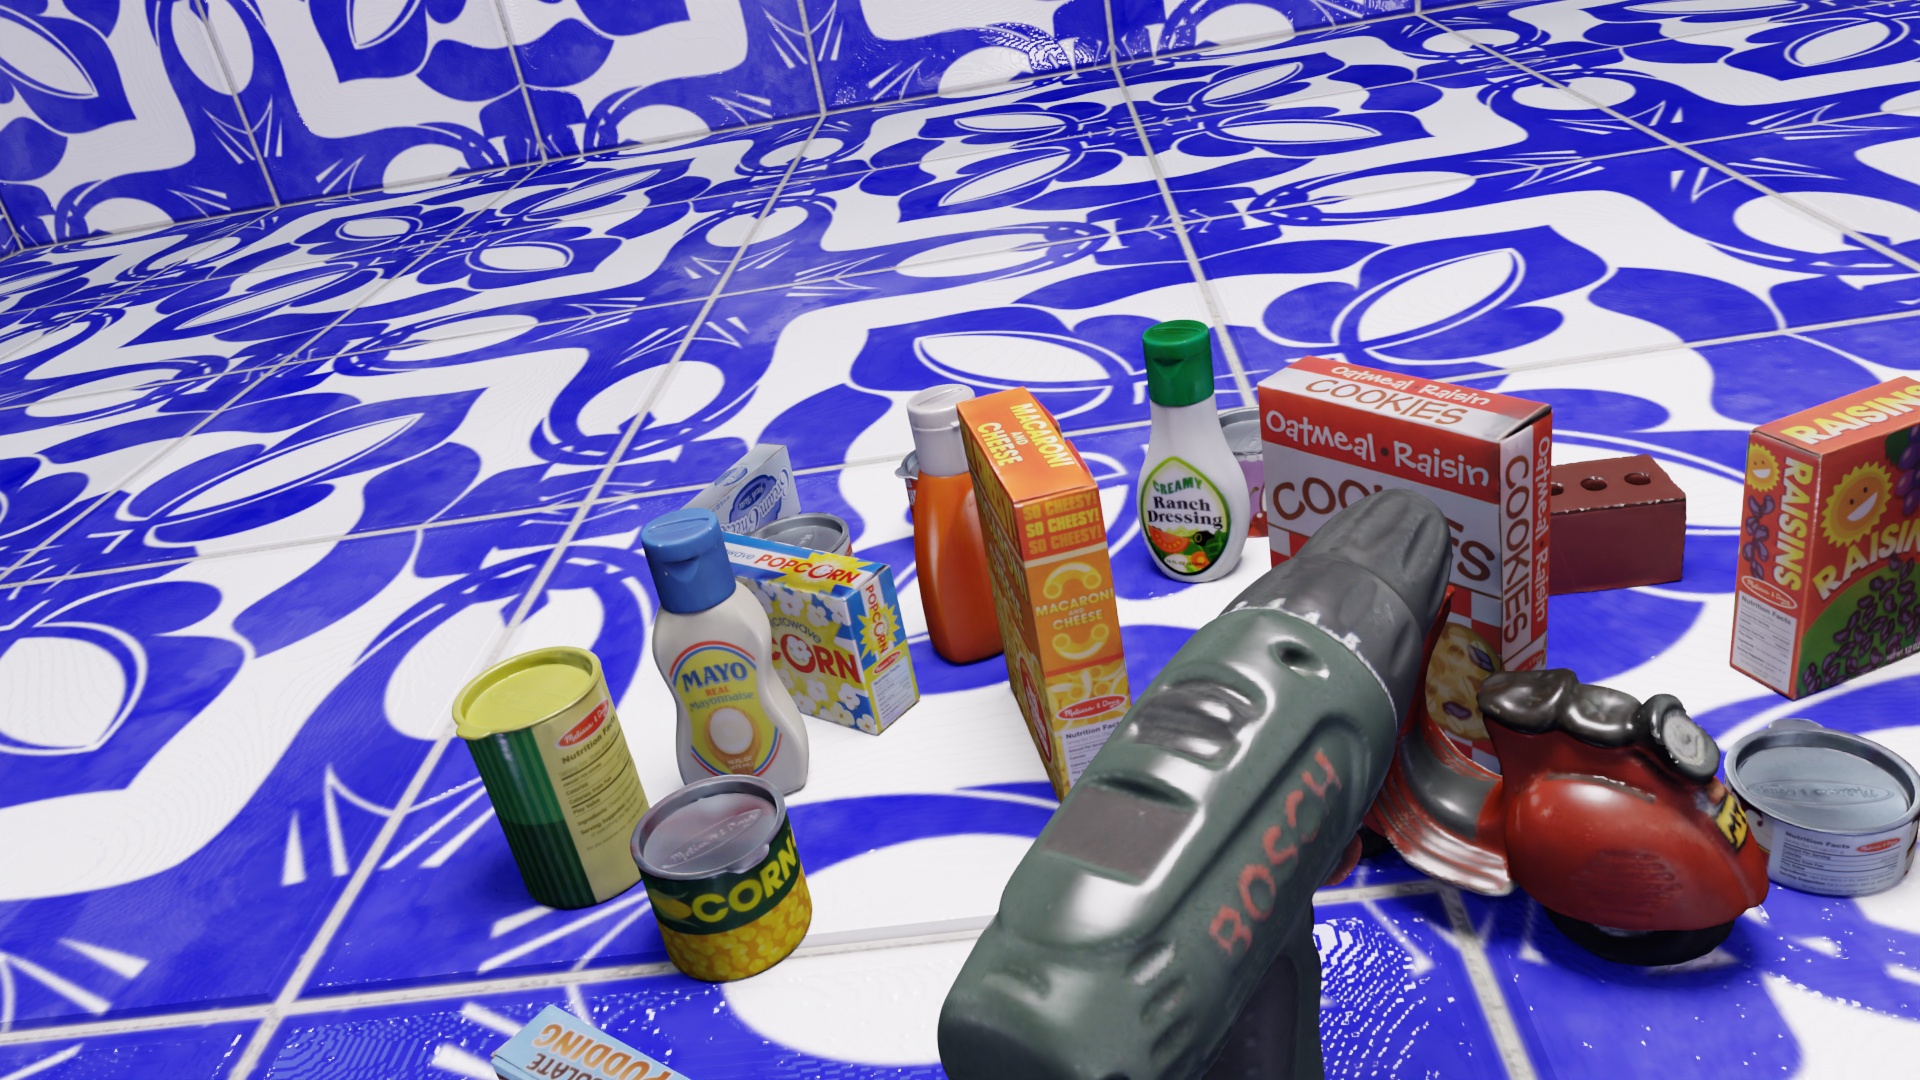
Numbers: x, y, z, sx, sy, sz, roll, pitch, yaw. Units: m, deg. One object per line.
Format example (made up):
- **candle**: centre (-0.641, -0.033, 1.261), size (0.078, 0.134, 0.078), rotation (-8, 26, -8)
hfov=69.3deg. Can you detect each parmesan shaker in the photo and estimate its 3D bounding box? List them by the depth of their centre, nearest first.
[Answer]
- **parmesan shaker**: centre (-0.185, 0.111, 0.638), size (0.071, 0.102, 0.071), rotation (-9, 27, 5)

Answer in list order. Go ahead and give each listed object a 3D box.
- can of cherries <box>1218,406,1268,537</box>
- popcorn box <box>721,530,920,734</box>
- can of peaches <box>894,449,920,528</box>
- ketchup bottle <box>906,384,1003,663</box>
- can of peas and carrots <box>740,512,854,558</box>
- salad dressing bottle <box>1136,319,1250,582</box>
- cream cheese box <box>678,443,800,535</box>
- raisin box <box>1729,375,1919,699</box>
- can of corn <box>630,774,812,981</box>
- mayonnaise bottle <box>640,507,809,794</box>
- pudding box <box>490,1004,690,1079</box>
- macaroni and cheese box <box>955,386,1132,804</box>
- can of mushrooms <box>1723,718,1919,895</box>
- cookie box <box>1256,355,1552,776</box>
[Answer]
- **can of cherries**: centre (0.182, -0.041, 0.845), size (0.071, 0.058, 0.072), rotation (-9, 27, 4)
- **popcorn box**: centre (-0.089, 0.047, 0.744), size (0.127, 0.085, 0.038), rotation (10, 34, 35)
- **can of peaches**: centre (-0.003, -0.027, 0.884), size (0.071, 0.057, 0.071), rotation (-9, 27, 4)
- **ketchup bottle**: centre (0.003, -0.009, 0.750), size (0.065, 0.148, 0.043), rotation (-24, 29, -24)
- **can of peas and carrots**: centre (-0.095, 0.024, 0.819), size (0.071, 0.058, 0.071), rotation (-9, 27, 4)
- **salad dressing bottle**: centre (0.128, -0.050, 0.782), size (0.064, 0.147, 0.044), rotation (5, 31, 28)
- **cream cheese box**: centre (-0.146, -0.020, 0.928), size (0.024, 0.053, 0.104), rotation (3, 30, 25)
- **raisin box**: centre (0.394, -0.001, 0.618), size (0.086, 0.122, 0.040), rotation (-17, 27, -12)
- **can of corn**: centre (-0.099, 0.144, 0.591), size (0.071, 0.058, 0.071), rotation (-9, 27, 4)
- **mayonnaise bottle**: centre (-0.117, 0.057, 0.665), size (0.065, 0.147, 0.041), rotation (-11, 27, -1)
- **pudding box**: centre (-0.125, 0.205, 0.493), size (0.084, 0.049, 0.030), rotation (10, 34, 35)
- **macaroni and cheese box**: centre (0.042, 0.027, 0.646), size (0.040, 0.165, 0.124), rotation (-14, 27, -6)
- **can of mushrooms**: centre (0.333, 0.103, 0.540), size (0.071, 0.033, 0.071), rotation (-9, 27, 4)
- **cookie box**: centre (0.198, 0.009, 0.623), size (0.040, 0.166, 0.123), rotation (-28, 31, -30)
